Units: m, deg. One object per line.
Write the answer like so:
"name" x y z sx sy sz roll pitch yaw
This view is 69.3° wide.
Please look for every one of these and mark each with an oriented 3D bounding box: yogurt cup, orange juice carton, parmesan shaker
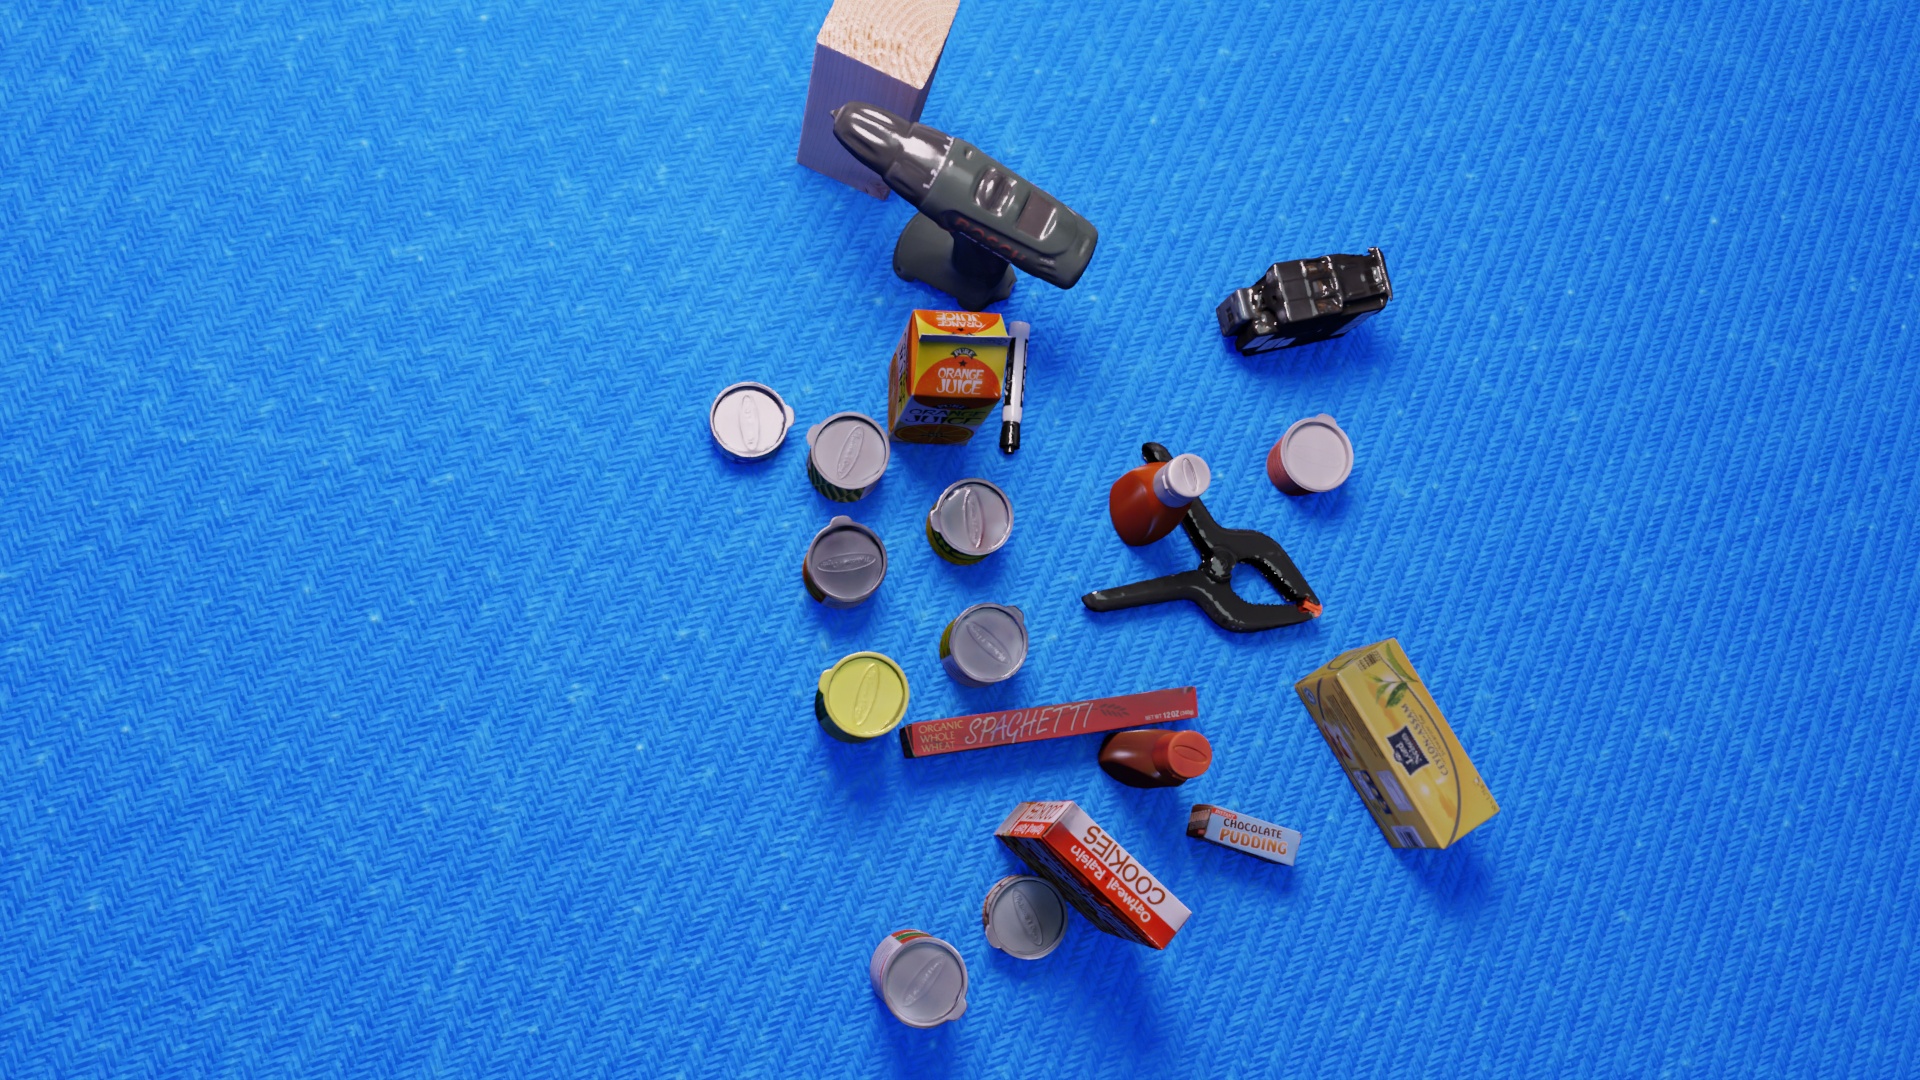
"yogurt cup" 0.312 -0.072 1.255 0.072 0.054 0.072 2 79 -10
"orange juice carton" -0.012 -0.136 1.133 0.072 0.192 0.073 2 79 -10
"parmesan shaker" -0.083 0.126 1.113 0.071 0.103 0.071 2 79 -10

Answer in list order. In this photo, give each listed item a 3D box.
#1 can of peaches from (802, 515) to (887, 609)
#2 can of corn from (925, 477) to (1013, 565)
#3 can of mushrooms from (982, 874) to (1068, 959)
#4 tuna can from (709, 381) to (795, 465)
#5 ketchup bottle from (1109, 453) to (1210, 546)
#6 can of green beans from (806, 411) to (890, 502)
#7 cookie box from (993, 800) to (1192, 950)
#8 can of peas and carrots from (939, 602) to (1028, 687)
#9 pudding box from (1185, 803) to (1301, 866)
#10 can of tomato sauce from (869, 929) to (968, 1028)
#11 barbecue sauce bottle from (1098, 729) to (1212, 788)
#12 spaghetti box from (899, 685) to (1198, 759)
"can of peaches" -0.097 0.020 1.155 0.071 0.058 0.071 2 79 -10
"can of corn" 0.004 -0.015 1.181 0.071 0.058 0.071 2 79 -10
"can of mushrooms" 0.050 0.308 1.138 0.071 0.033 0.071 2 78 -10
"tuna can" -0.177 -0.099 1.177 0.071 0.032 0.071 2 78 -10
"ketchup bottle" 0.167 -0.038 1.171 0.043 0.148 0.065 -13 82 -13
"can of green beans" -0.096 -0.070 1.173 0.071 0.057 0.071 2 79 -10
"cookie box" 0.098 0.259 1.087 0.123 0.167 0.040 43 75 -1
"can of peas and carrots" 0.020 0.087 1.164 0.071 0.058 0.071 2 79 -10
"pudding box" 0.240 0.249 1.178 0.084 0.049 0.030 19 76 -7
"can of tomato sauce" -0.032 0.342 1.089 0.071 0.083 0.071 2 79 -10
"barbecue sauce bottle" 0.161 0.177 1.126 0.065 0.148 0.044 22 76 -6
"spaghetti box" 0.074 0.152 1.165 0.250 0.050 0.029 -6 80 -12
